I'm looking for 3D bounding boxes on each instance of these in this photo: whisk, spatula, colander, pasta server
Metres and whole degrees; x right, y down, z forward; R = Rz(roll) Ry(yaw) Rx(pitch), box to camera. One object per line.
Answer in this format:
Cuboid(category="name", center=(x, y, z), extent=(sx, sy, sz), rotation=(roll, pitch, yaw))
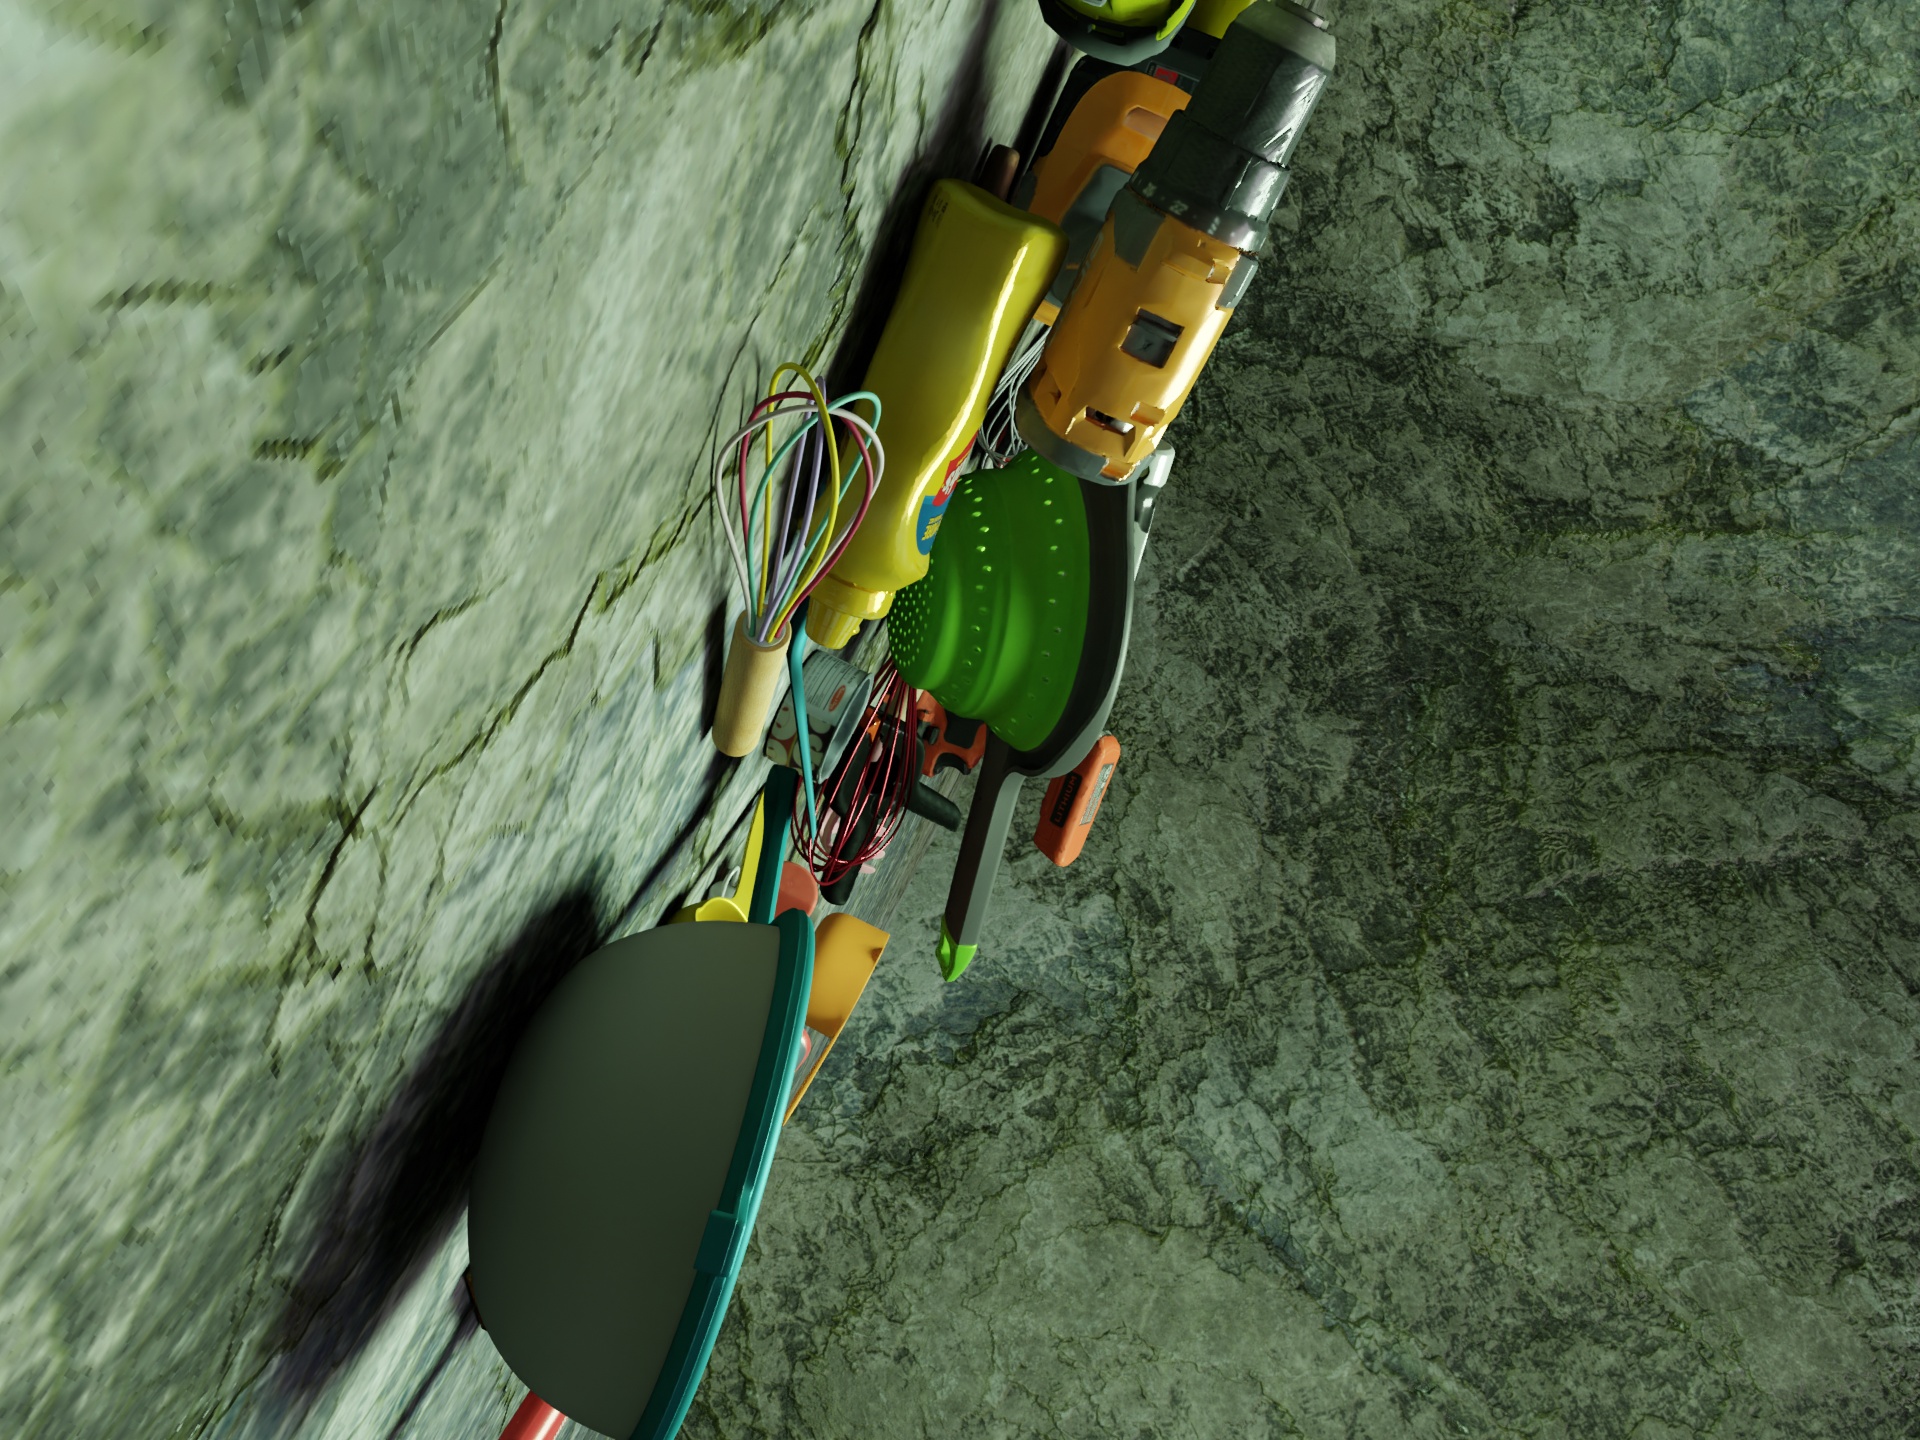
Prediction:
Cuboid(category="whisk", center=(-0.039, -0.031, 1.023), extent=(0.073, 0.073, 0.296), rotation=(106, 5, -70))
Cuboid(category="whisk", center=(-0.070, -0.048, 0.585), extent=(0.051, 0.047, 0.244), rotation=(-48, 173, -29))
Cuboid(category="spatula", center=(-0.031, -0.100, 0.719), extent=(0.082, 0.044, 0.317), rotation=(-110, -138, -70))
Cuboid(category="colander", center=(-0.001, -0.003, 0.935), extent=(0.205, 0.094, 0.396), rotation=(-113, -149, -53))
Cuboid(category="whisk", center=(0.071, -0.259, 1.050), extent=(0.070, 0.070, 0.285), rotation=(111, 1, -56))
Cuboid(category="pasta server", center=(-0.033, -0.016, 1.144), extent=(0.040, 0.060, 0.316), rotation=(5, 124, -40))

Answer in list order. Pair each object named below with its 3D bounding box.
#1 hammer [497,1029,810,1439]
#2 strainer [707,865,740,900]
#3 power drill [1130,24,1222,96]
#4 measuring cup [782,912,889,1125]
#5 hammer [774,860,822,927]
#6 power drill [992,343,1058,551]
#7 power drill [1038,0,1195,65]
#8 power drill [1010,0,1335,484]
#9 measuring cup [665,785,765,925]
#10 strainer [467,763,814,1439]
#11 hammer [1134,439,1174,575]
Cuboid(category="hammer", center=(-0.168, 0.280, 0.807), extent=(0.386, 0.038, 0.143), rotation=(-57, 171, -50))
Cuboid(category="strainer", center=(-0.157, 0.180, 0.936), extent=(0.087, 0.050, 0.258), rotation=(-37, 153, -49))
Cuboid(category="power drill", center=(0.124, -0.343, 0.969), extent=(0.220, 0.078, 0.143), rotation=(-61, 172, -70))
Cuboid(category="measuring cup", center=(-0.109, 0.211, 1.142), extent=(0.174, 0.052, 0.095), rotation=(-60, 178, -45))
Cuboid(category="hammer", center=(-0.122, 0.144, 1.042), extent=(0.149, 0.036, 0.359), rotation=(-62, 180, -22))
Cuboid(category="power drill", center=(0.057, -0.183, 1.173), extent=(0.226, 0.080, 0.188), rotation=(105, 3, -52))
Cuboid(category="power drill", center=(0.093, -0.348, 0.515), extent=(0.228, 0.080, 0.190), rotation=(-61, 178, 4))
Cuboid(category="power drill", center=(0.080, -0.221, 0.672), extent=(0.226, 0.084, 0.185), rotation=(-93, -153, -59))
Cuboid(category="measuring cup", center=(-0.123, 0.089, 0.842), extent=(0.062, 0.029, 0.157), rotation=(59, 24, -32))
Cuboid(category="strainer", center=(-0.128, 0.122, 0.651), extent=(0.341, 0.095, 0.211), rotation=(-86, -163, -52))
Cuboid(category="hammer", center=(0.102, -0.154, 1.030), extent=(0.335, 0.035, 0.146), rotation=(-76, 180, -63))
